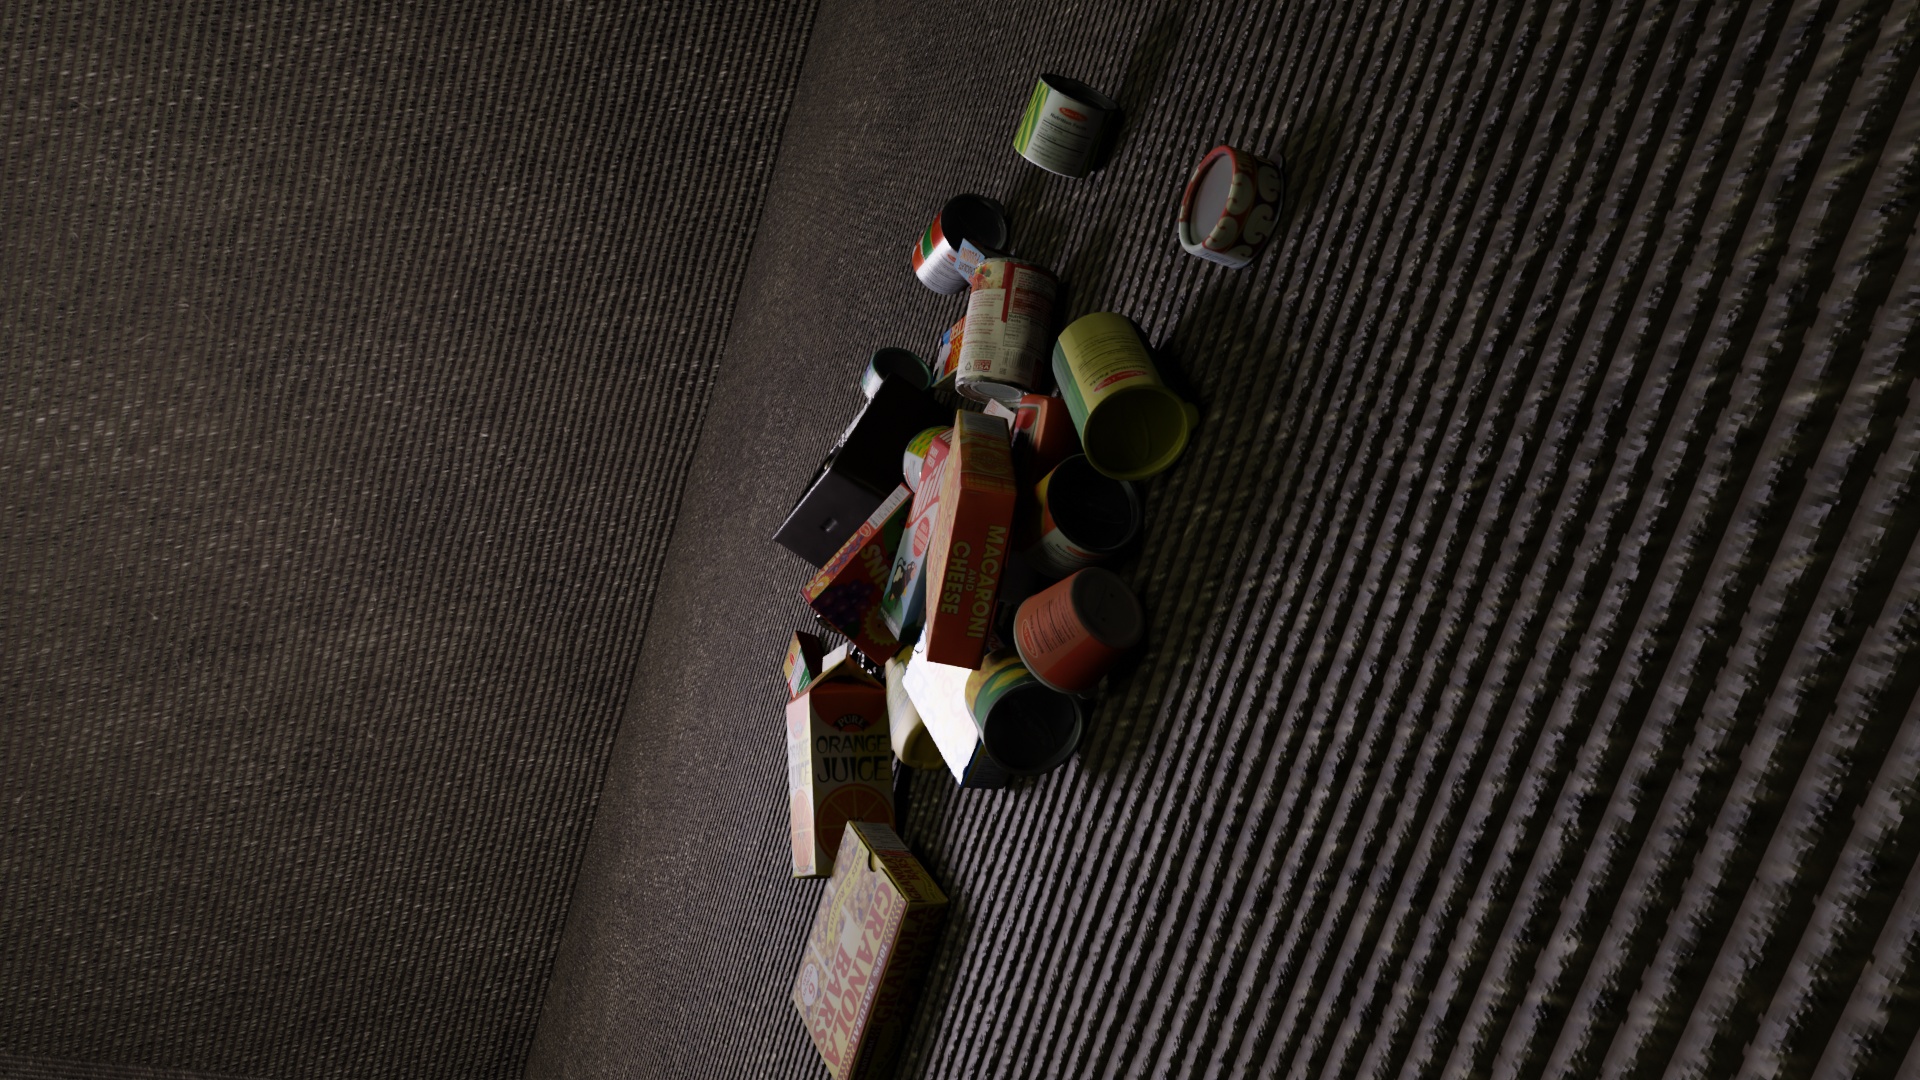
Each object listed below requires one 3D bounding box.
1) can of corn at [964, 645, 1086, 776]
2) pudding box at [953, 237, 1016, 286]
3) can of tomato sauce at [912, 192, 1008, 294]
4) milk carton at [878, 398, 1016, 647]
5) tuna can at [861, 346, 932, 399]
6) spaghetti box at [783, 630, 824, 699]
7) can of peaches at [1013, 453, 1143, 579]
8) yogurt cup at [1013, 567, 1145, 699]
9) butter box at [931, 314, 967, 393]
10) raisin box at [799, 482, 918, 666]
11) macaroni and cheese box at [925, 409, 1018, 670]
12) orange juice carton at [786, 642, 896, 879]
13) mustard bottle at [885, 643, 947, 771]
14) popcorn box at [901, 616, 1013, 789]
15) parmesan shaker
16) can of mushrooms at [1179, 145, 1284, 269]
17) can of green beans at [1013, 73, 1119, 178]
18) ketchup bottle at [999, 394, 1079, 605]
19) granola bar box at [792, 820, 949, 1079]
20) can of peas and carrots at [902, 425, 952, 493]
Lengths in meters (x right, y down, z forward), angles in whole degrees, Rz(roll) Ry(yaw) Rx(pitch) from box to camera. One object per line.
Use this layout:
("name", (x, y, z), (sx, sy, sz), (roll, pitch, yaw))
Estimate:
("can of corn", (0.042, 0.106, 0.887), (0.058, 0.071, 0.071), (-124, 51, -67))
("pudding box", (0.029, -0.233, 1.197), (0.084, 0.050, 0.030), (-119, 47, -63))
("can of tomato sauce", (-0.001, -0.276, 1.291), (0.083, 0.071, 0.071), (147, 134, -65))
("milk carton", (0.004, -0.013, 1.071), (0.072, 0.073, 0.190), (-135, 61, -68))
("tuna can", (-0.062, -0.161, 1.389), (0.032, 0.071, 0.071), (123, 154, -43))
("spaghetti box", (-0.156, 0.167, 1.479), (0.251, 0.029, 0.050), (-126, 52, -67))
("can of peaches", (0.074, -0.016, 0.880), (0.058, 0.071, 0.071), (137, 142, -60))
("yogurt cup", (0.074, 0.052, 0.836), (0.053, 0.072, 0.073), (-43, 36, 45))
("butter box", (0.004, -0.173, 1.266), (0.103, 0.024, 0.053), (157, 124, -68))
("raisin box", (-0.056, 0.027, 1.125), (0.123, 0.086, 0.040), (-48, 23, -1))
("macaroni and cheese box", (0.006, -0.005, 0.934), (0.167, 0.040, 0.123), (-93, 14, -68))
("orange juice carton", (-0.103, 0.187, 1.181), (0.071, 0.073, 0.193), (144, 125, -63))
("mustard bottle", (-0.034, 0.117, 1.126), (0.161, 0.049, 0.065), (-109, 39, -58))
("popcorn box", (0.007, 0.106, 0.995), (0.127, 0.038, 0.085), (54, 130, 51))
("parmesan shaker", (0.101, -0.092, 0.863), (0.103, 0.071, 0.071), (-103, 32, -56))
("can of mushrooms", (0.159, -0.198, 0.815), (0.071, 0.033, 0.071), (-165, 89, -73))
("can of green beans", (0.082, -0.322, 1.081), (0.071, 0.071, 0.057), (-103, 32, -54))
("ketchup bottle", (0.050, -0.029, 0.995), (0.065, 0.043, 0.148), (-165, 89, -75))
("granola bar box", (-0.073, 0.319, 1.074), (0.124, 0.039, 0.165), (36, 111, 59))
("can of peas and carrots", (-0.007, -0.061, 1.156), (0.059, 0.071, 0.071), (-150, 75, -71))
